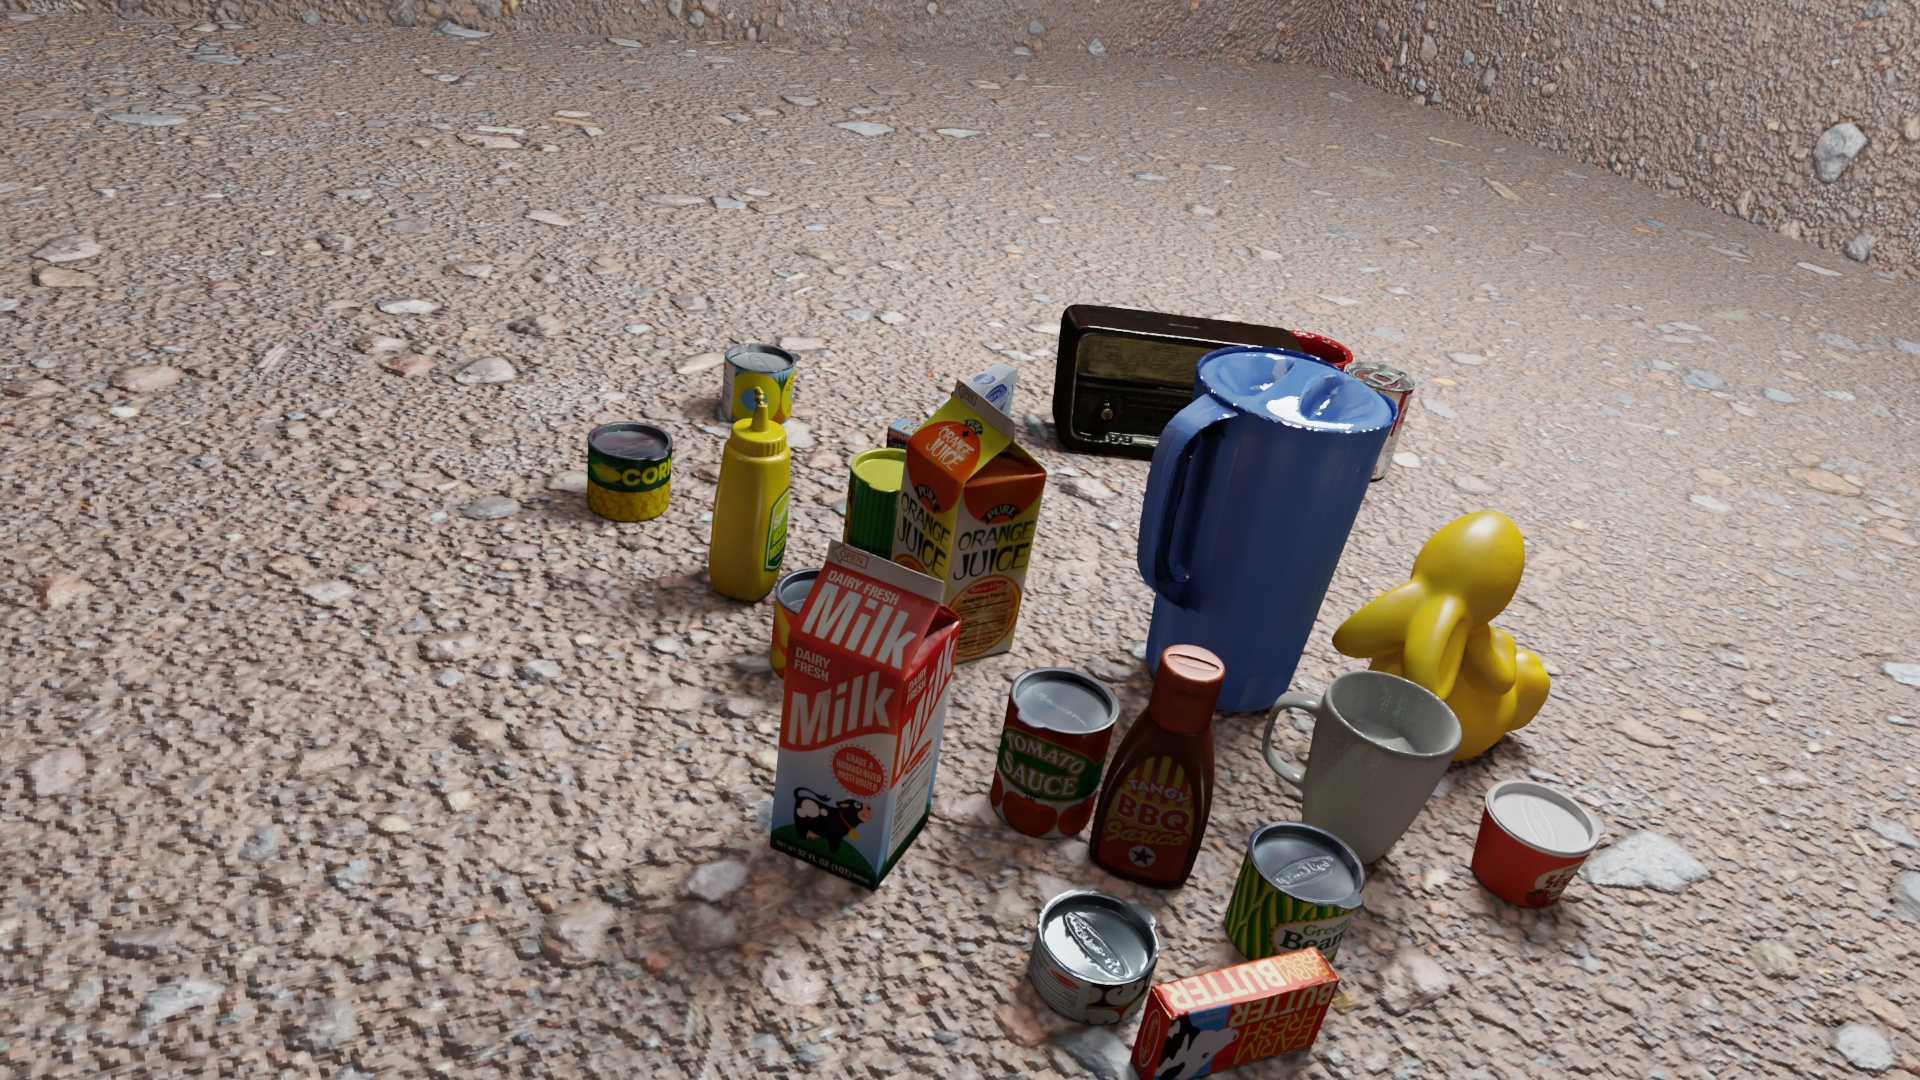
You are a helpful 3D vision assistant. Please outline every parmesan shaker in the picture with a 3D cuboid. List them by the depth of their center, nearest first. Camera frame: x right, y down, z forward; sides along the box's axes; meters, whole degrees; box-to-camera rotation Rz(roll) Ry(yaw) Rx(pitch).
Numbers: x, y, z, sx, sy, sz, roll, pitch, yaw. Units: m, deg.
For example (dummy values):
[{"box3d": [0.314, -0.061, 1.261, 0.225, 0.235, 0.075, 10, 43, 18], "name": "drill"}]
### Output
[{"box3d": [-0.056, -0.008, 1.041, 0.071, 0.102, 0.071, 7, 29, -4], "name": "parmesan shaker"}]

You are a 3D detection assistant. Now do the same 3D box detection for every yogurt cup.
[{"box3d": [0.353, 0.190, 0.863, 0.072, 0.053, 0.073, 7, 29, -4], "name": "yogurt cup"}]

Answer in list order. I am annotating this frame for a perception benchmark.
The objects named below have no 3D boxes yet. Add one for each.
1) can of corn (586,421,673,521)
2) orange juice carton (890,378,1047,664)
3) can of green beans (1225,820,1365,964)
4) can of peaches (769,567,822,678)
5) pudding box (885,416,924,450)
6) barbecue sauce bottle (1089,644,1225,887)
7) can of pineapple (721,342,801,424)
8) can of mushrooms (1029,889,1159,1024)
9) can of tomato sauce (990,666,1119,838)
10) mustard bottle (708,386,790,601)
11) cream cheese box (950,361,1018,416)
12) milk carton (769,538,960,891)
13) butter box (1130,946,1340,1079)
[{"box3d": [-0.262, -0.054, 1.106, 0.071, 0.058, 0.071, 7, 29, -4], "name": "can of corn"}, {"box3d": [0.003, -0.012, 0.975, 0.073, 0.191, 0.072, -11, 35, -32], "name": "orange juice carton"}, {"box3d": [0.189, 0.203, 0.788, 0.071, 0.057, 0.071, 7, 29, -4], "name": "can of green beans"}, {"box3d": [-0.096, 0.061, 0.953, 0.071, 0.057, 0.071, 7, 29, -4], "name": "can of peaches"}, {"box3d": [-0.024, -0.071, 1.215, 0.084, 0.049, 0.030, 23, 32, 23], "name": "pudding box"}, {"box3d": [0.118, 0.130, 0.803, 0.065, 0.147, 0.044, 15, 29, 9], "name": "barbecue sauce bottle"}, {"box3d": [-0.185, -0.144, 1.287, 0.071, 0.057, 0.071, 7, 29, -4], "name": "can of pineapple"}, {"box3d": [0.073, 0.222, 0.744, 0.071, 0.033, 0.071, 7, 29, -4], "name": "can of mushrooms"}, {"box3d": [0.056, 0.131, 0.850, 0.071, 0.082, 0.071, 7, 29, -4], "name": "can of tomato sauce"}, {"box3d": [-0.149, -0.035, 1.003, 0.049, 0.159, 0.065, 14, 29, 7], "name": "mustard bottle"}, {"box3d": [0.020, -0.131, 1.330, 0.024, 0.053, 0.104, 21, 31, 19], "name": "cream cheese box"}, {"box3d": [-0.052, 0.092, 0.776, 0.072, 0.189, 0.074, 20, 30, 17], "name": "milk carton"}, {"box3d": [0.140, 0.243, 0.708, 0.104, 0.052, 0.024, -5, 32, -24], "name": "butter box"}]
